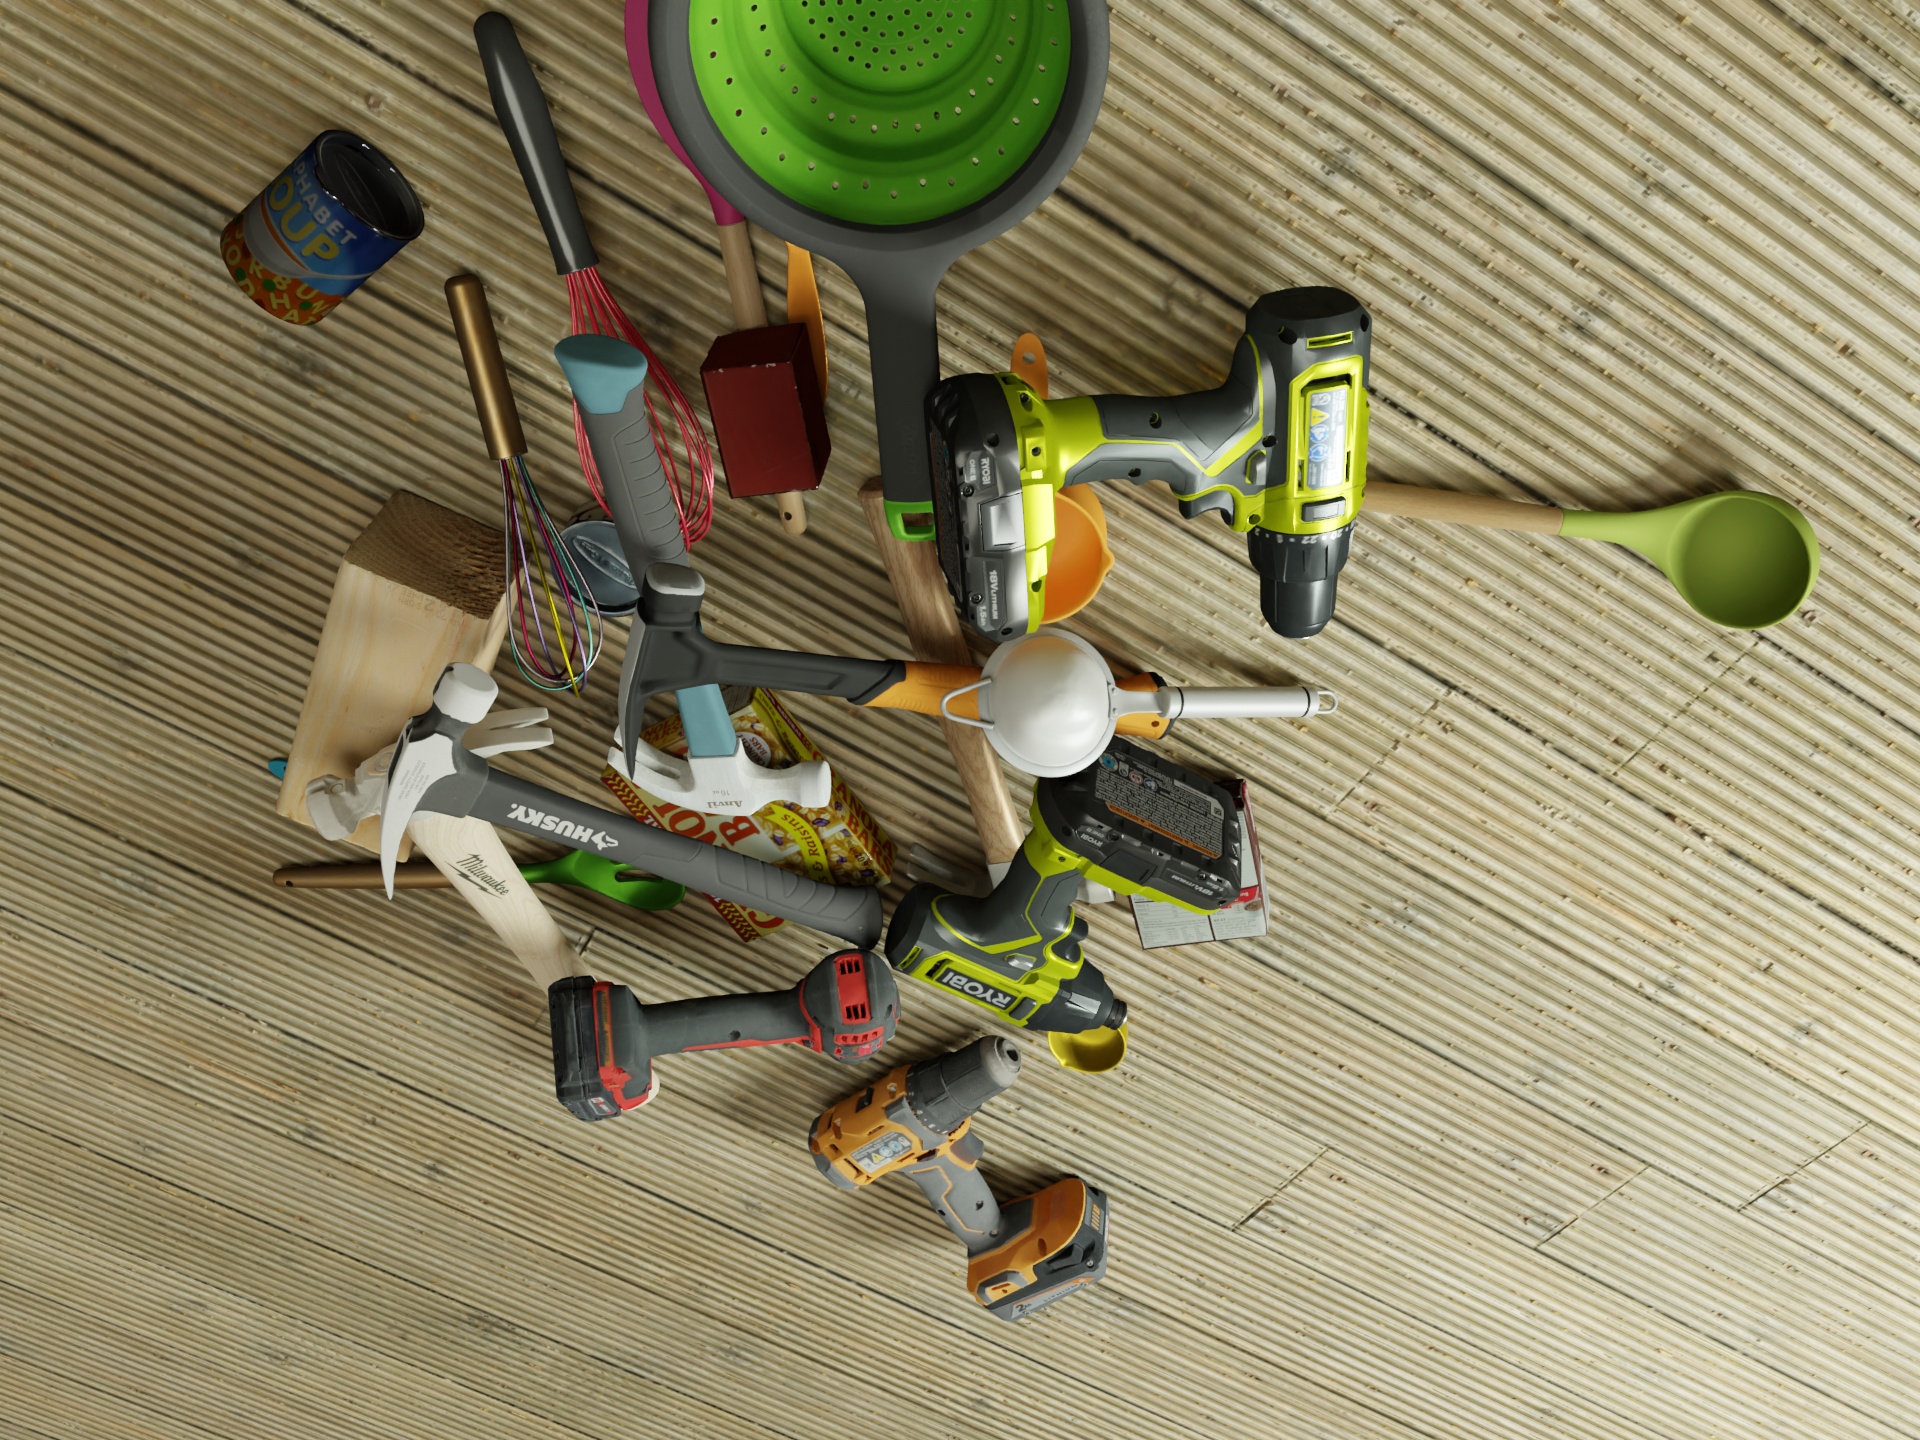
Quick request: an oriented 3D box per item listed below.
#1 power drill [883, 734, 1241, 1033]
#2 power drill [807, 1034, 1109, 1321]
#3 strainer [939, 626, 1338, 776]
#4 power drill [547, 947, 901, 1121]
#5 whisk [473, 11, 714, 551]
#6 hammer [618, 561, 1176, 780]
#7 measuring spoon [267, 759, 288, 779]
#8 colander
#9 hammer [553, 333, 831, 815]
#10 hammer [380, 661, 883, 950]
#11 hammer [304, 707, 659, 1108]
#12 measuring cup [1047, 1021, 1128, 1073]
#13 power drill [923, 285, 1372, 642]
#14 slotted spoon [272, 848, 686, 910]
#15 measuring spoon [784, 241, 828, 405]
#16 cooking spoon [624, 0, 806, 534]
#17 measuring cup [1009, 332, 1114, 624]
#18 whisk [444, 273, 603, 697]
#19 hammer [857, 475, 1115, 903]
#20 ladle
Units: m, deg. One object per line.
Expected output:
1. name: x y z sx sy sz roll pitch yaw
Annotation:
1. power drill: 0.074 0.117 1.009 0.171 0.080 0.223 25 133 -14
2. power drill: 0.022 0.342 1.212 0.185 0.084 0.226 -36 109 25
3. strainer: 0.116 -0.012 0.930 0.258 0.050 0.087 -1 84 -24
4. power drill: -0.153 0.214 1.086 0.226 0.080 0.187 -8 159 -7
5. whisk: -0.199 -0.224 0.855 0.073 0.073 0.295 -10 117 13
6. hammer: -0.028 -0.013 0.929 0.336 0.034 0.127 5 124 -22
7. measuring spoon: -0.413 0.044 1.094 0.128 0.021 0.042 17 128 6
8. colander: -0.032 -0.267 0.792 0.204 0.095 0.396 -1 136 2
9. hammer: -0.163 -0.067 0.899 0.128 0.033 0.330 -3 133 6
10. hammer: -0.189 0.084 0.977 0.334 0.035 0.146 23 112 -30
11. hammer: -0.277 0.150 1.081 0.146 0.038 0.410 -21 138 -4
12. measuring cup: 0.053 0.195 1.142 0.156 0.029 0.062 36 122 -4
13. power drill: 0.104 -0.115 0.836 0.228 0.080 0.190 -11 123 -9
14. slotted spoon: -0.340 0.106 1.119 0.314 0.031 0.070 -2 124 10
15. measuring spoon: -0.085 -0.224 0.873 0.021 0.011 0.116 3 128 7
16. cooking spoon: -0.119 -0.243 0.856 0.069 0.017 0.318 1 124 14
17. measuring cup: 0.040 -0.140 0.890 0.095 0.052 0.173 2 123 5
18. whisk: -0.253 -0.129 0.908 0.051 0.047 0.245 -8 105 16
19. hammer: -0.002 -0.003 1.001 0.130 0.031 0.331 -11 122 13
20. ladle: 0.306 -0.108 0.880 0.320 0.062 0.078 9 125 4
